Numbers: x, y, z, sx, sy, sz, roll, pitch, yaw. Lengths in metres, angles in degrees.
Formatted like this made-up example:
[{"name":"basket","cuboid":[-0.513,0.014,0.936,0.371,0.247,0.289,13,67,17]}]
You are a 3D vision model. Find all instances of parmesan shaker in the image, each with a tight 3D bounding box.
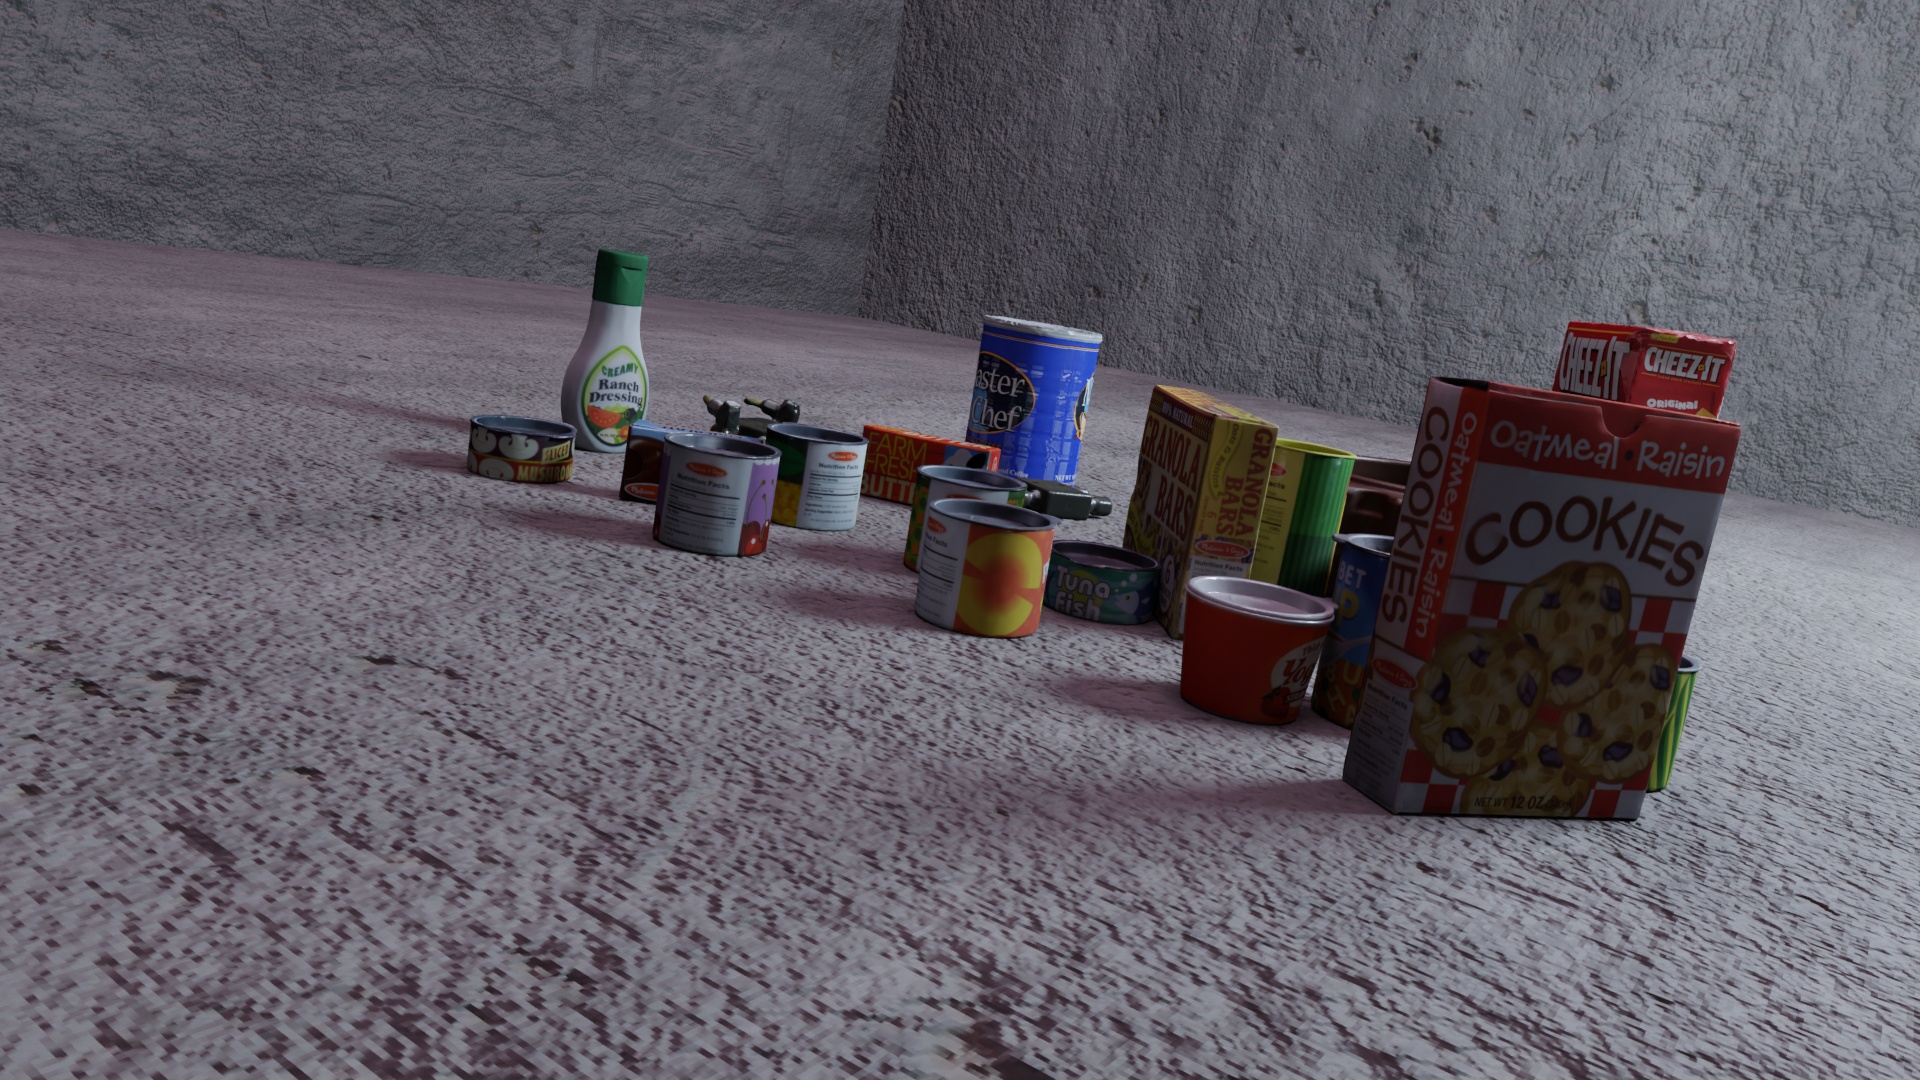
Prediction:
[{"name":"parmesan shaker","cuboid":[0.203,-0.010,0.875,0.071,0.103,0.071,9,11,-2]}]

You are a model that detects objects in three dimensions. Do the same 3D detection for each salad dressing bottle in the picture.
[{"name":"salad dressing bottle","cuboid":[-0.260,-0.141,1.032,0.064,0.147,0.044,0,14,-41]}]

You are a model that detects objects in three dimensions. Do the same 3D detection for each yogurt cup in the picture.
[{"name":"yogurt cup","cuboid":[0.133,0.050,0.638,0.072,0.053,0.072,9,11,-2]}]

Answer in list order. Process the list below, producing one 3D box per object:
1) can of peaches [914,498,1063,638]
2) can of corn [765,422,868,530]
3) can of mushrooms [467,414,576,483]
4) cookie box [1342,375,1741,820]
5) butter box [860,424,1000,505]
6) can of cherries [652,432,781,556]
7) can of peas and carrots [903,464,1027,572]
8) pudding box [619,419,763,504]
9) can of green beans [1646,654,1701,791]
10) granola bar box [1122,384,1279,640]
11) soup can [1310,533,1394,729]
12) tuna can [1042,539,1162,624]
[{"name":"can of peaches","cuboid":[0.015,0.014,0.714,0.071,0.058,0.071,9,11,-2]},{"name":"can of corn","cuboid":[-0.098,-0.042,0.902,0.071,0.058,0.071,9,11,-2]},{"name":"can of mushrooms","cuboid":[-0.282,-0.059,0.898,0.071,0.033,0.071,9,11,-2]},{"name":"cookie box","cuboid":[0.230,0.025,0.550,0.123,0.167,0.040,6,11,-20]},{"name":"butter box","cuboid":[-0.025,-0.051,1.022,0.103,0.053,0.024,13,11,18]},{"name":"can of cherries","cuboid":[-0.138,-0.027,0.792,0.071,0.058,0.071,9,11,-2]},{"name":"can of peas and carrots","cuboid":[0.003,-0.010,0.824,0.071,0.058,0.071,9,11,-2]},{"name":"pudding box","cuboid":[-0.171,-0.046,0.884,0.084,0.049,0.030,8,11,-7]},{"name":"can of green beans","cuboid":[0.295,0.076,0.635,0.071,0.057,0.071,9,11,-2]},{"name":"granola bar box","cuboid":[0.135,-0.021,0.817,0.039,0.124,0.166,8,11,-5]},{"name":"soup can","cuboid":[0.202,0.044,0.650,0.071,0.083,0.071,9,11,-2]},{"name":"tuna can","cuboid":[0.078,0.023,0.784,0.071,0.032,0.071,9,11,-2]}]
